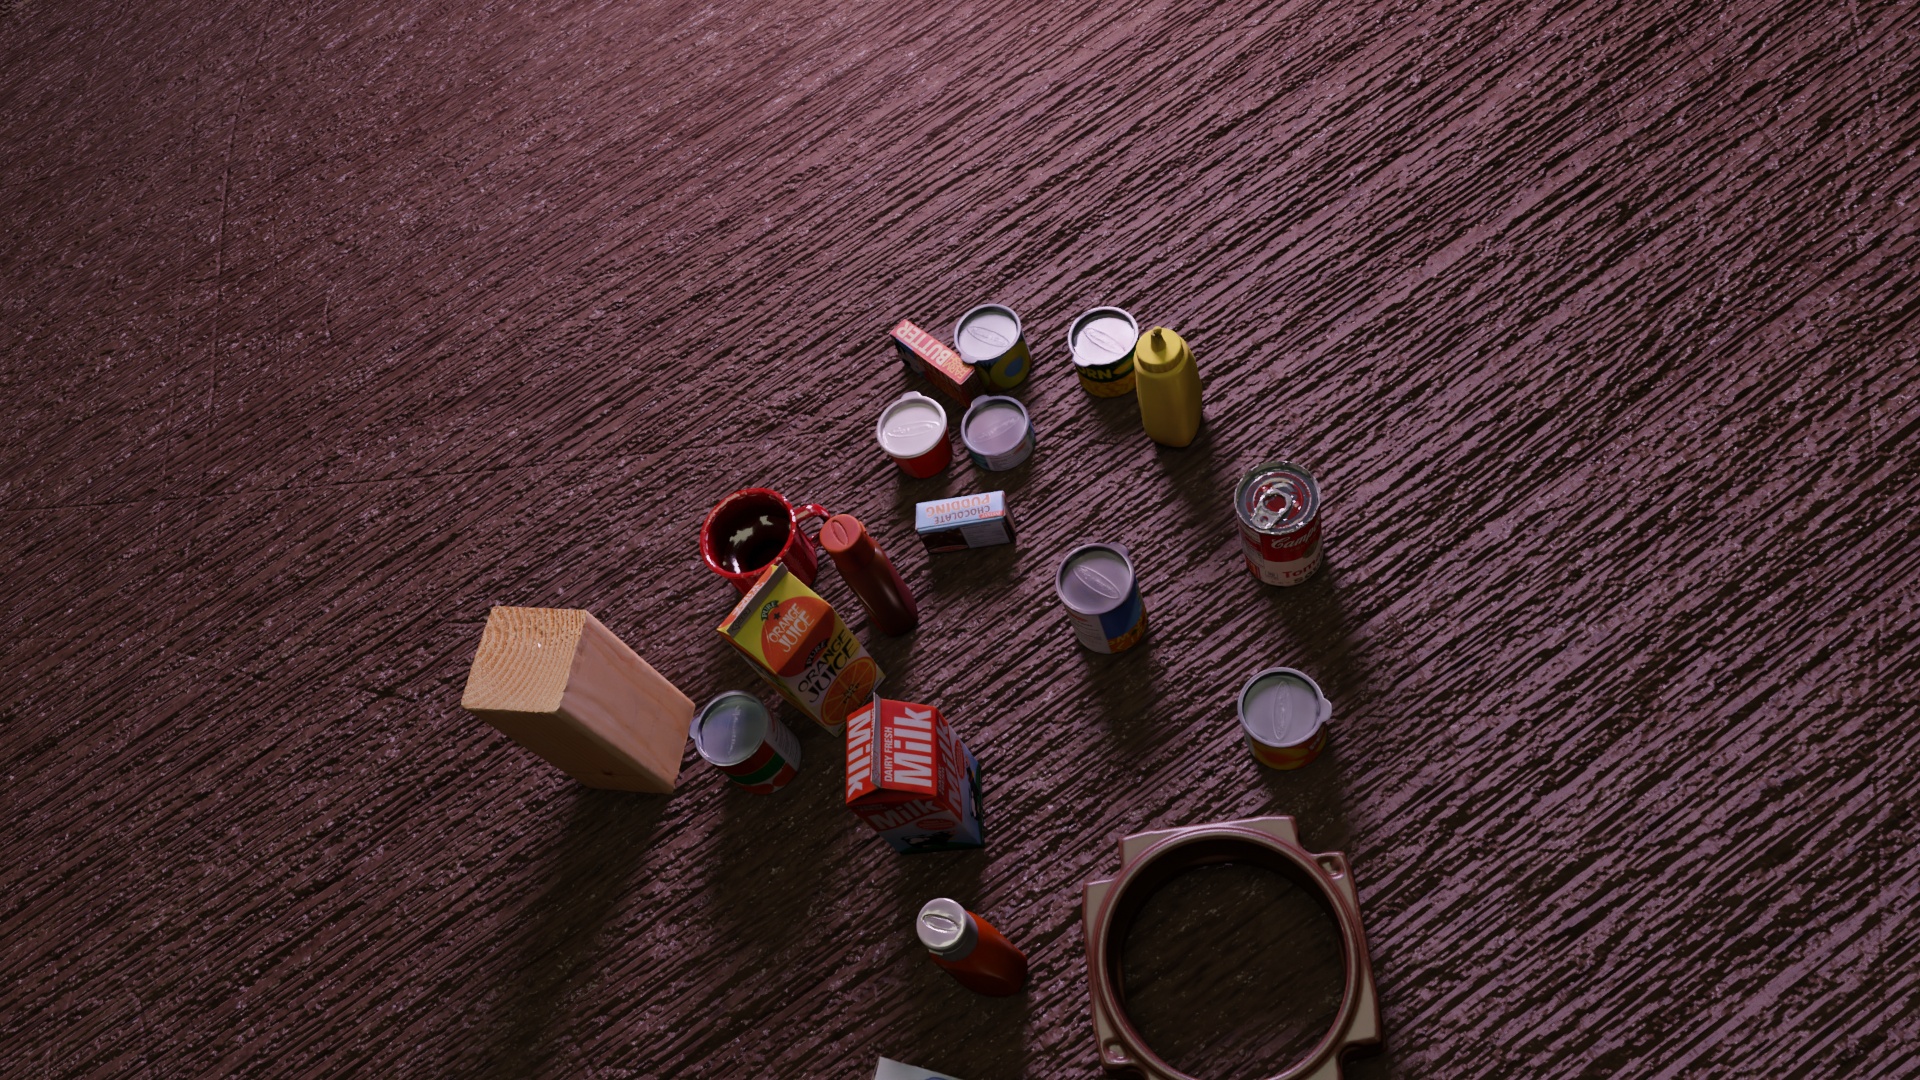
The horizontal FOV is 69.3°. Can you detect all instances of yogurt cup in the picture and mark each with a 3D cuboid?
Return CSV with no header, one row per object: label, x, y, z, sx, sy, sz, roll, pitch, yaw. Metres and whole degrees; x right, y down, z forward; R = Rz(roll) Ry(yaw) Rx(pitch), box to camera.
yogurt cup,-0.040,-0.095,1.315,0.072,0.053,0.073,-7,60,13

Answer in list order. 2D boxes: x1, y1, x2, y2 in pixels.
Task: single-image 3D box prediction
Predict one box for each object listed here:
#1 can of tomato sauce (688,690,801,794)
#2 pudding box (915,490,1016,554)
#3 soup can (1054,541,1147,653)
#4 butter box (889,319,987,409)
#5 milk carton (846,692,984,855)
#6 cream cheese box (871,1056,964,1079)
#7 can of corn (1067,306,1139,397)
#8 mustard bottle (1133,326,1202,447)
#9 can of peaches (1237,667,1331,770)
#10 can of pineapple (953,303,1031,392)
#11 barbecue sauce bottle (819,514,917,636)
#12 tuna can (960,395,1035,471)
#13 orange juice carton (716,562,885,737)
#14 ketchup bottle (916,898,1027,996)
can of tomato sauce,-0.183,0.175,1.189,0.071,0.082,0.071,-7,60,13
pudding box,0.004,-0.016,1.261,0.084,0.049,0.030,-9,60,11
soup can,0.122,0.048,1.171,0.071,0.083,0.071,-7,60,13
butter box,-0.021,-0.170,1.352,0.024,0.053,0.104,-46,60,-11
milk carton,-0.039,0.184,1.080,0.073,0.190,0.072,-8,60,12
cream cheese box,-0.009,0.409,1.027,0.104,0.053,0.024,7,65,20
can of corn,0.136,-0.174,1.306,0.071,0.058,0.071,-7,60,13
mustard bottle,0.180,-0.143,1.216,0.049,0.159,0.065,9,65,21
can of peaches,0.257,0.142,1.095,0.071,0.058,0.071,-7,60,13
can of pineapple,0.030,-0.184,1.342,0.071,0.057,0.071,-7,60,13
barbecue sauce bottle,-0.080,0.027,1.203,0.044,0.148,0.065,-30,58,-1
tuna can,0.035,-0.102,1.310,0.071,0.032,0.071,-7,60,12
orange juice carton,-0.137,0.087,1.160,0.073,0.192,0.072,31,74,28
ketchup bottle,0.005,0.301,1.027,0.065,0.148,0.044,9,65,21
